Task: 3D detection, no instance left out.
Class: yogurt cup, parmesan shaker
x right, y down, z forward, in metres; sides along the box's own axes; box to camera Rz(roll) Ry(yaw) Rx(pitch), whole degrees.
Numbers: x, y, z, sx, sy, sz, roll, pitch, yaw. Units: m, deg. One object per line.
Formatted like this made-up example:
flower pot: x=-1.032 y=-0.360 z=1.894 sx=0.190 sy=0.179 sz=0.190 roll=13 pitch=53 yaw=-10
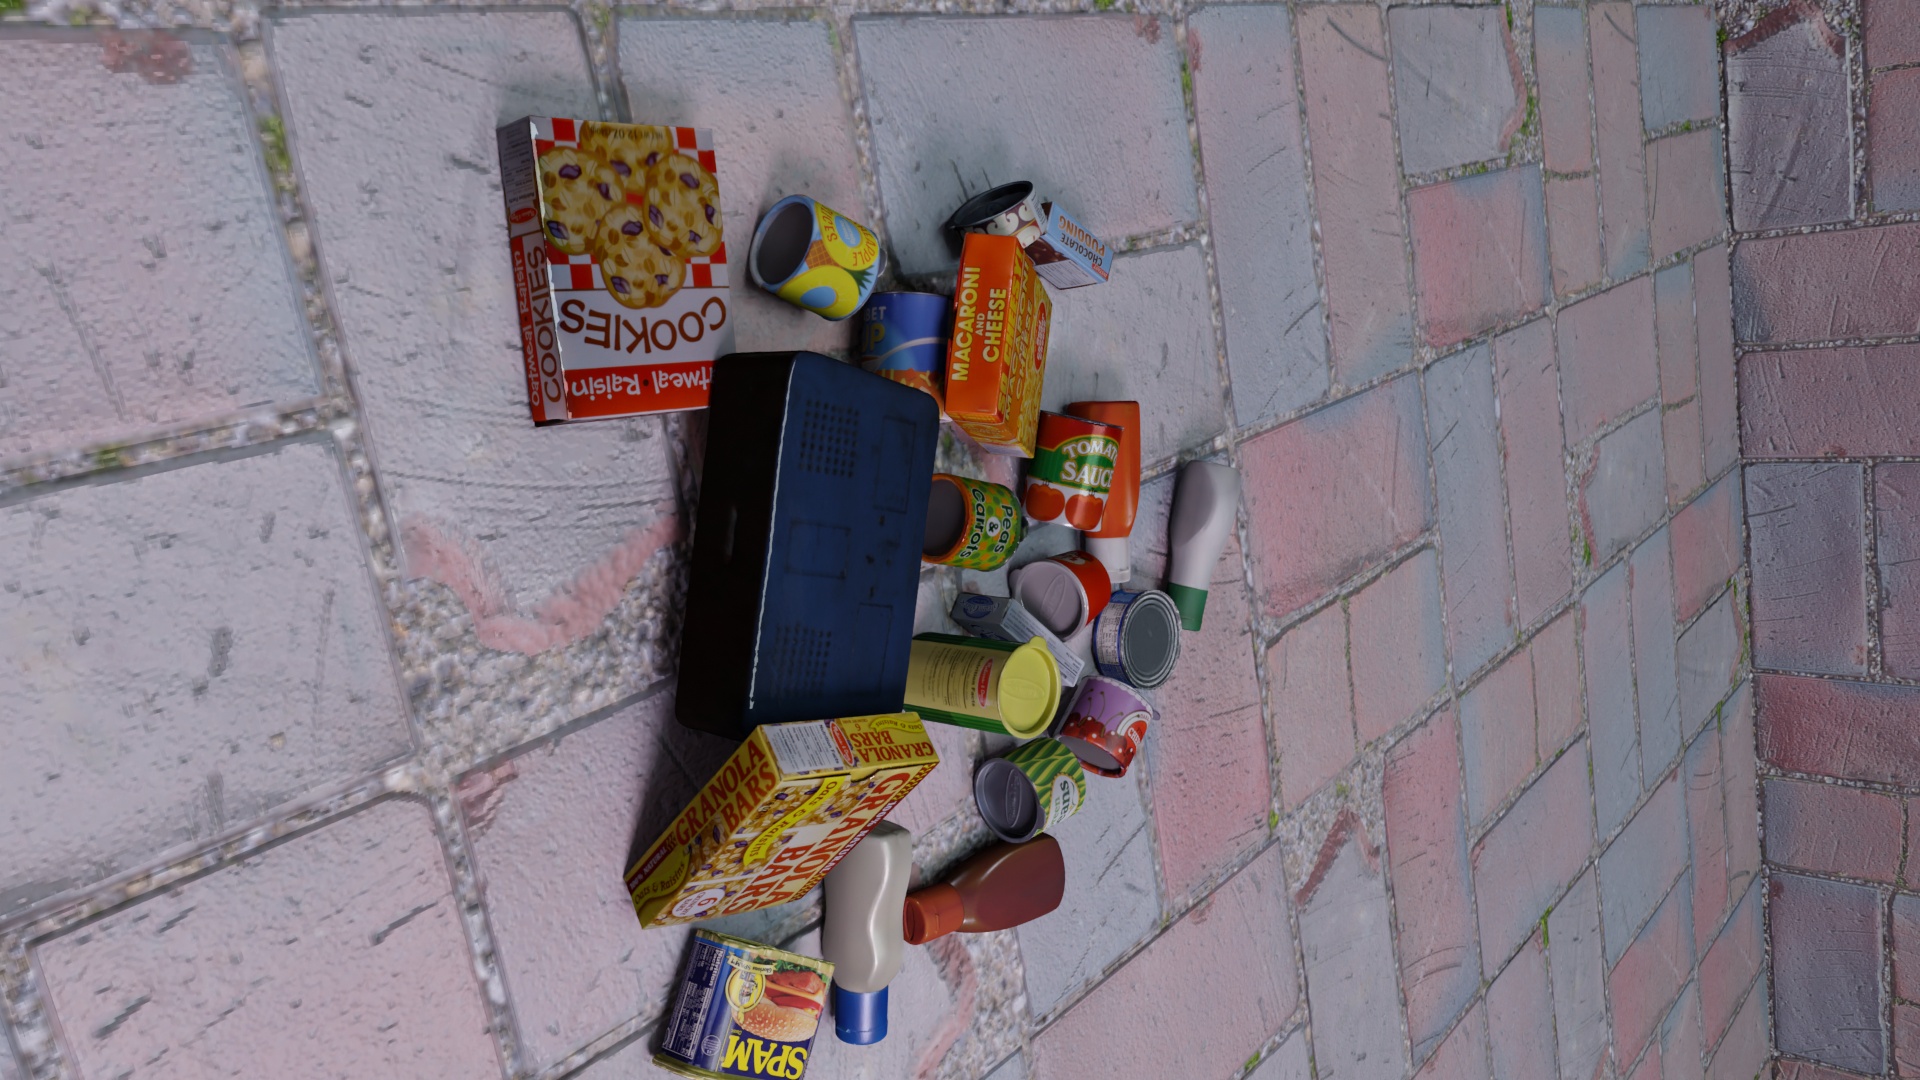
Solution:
yogurt cup: x=0.082 y=0.041 z=1.088 sx=0.054 sy=0.072 sz=0.072 roll=-25 pitch=109 yaw=-51
parmesan shaker: x=0.012 y=0.098 z=0.987 sx=0.071 sy=0.103 sz=0.071 roll=-3 pitch=94 yaw=-46

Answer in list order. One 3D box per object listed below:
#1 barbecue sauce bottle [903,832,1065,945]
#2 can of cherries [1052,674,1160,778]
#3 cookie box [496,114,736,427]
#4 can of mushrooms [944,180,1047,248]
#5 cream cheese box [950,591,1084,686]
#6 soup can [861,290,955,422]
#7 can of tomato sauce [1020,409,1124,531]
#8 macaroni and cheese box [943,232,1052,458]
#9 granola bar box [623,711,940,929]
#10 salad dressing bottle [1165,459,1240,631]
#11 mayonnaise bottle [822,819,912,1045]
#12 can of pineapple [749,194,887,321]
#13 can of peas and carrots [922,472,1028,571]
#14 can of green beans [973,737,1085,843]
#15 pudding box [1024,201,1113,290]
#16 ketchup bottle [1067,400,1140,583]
barbecue sauce bottle: x=0.016 y=0.264 z=1.040 sx=0.149 sy=0.043 sz=0.064 roll=-7 pitch=96 yaw=-45
can of cherries: x=0.117 y=0.151 z=1.121 sx=0.071 sy=0.071 sz=0.058 roll=51 pitch=57 yaw=-34
cookie box: x=-0.196 y=-0.155 z=0.809 sx=0.123 sy=0.040 sz=0.167 roll=-12 pitch=99 yaw=-46
can of mushrooms: x=0.027 y=-0.233 z=1.020 sx=0.071 sy=0.071 sz=0.033 roll=-49 pitch=125 yaw=-33
cream cheese box: x=0.044 y=0.075 z=1.056 sx=0.103 sy=0.053 sz=0.024 roll=42 pitch=65 yaw=-39
soup can: x=-0.038 y=-0.125 z=0.957 sx=0.071 sy=0.071 sz=0.083 roll=3 pitch=90 yaw=-46
can of tomato sauce: x=0.086 y=-0.054 z=1.073 sx=0.071 sy=0.071 sz=0.083 roll=5 pitch=99 yaw=-46
macaroni and cheese box: x=0.028 y=-0.133 z=0.986 sx=0.166 sy=0.040 sz=0.124 roll=29 pitch=68 yaw=-76
granola bar box: x=-0.107 y=0.169 z=0.833 sx=0.124 sy=0.164 sz=0.039 roll=3 pitch=48 yaw=-47
salad dressing bottle: x=0.208 y=0.005 z=1.222 sx=0.044 sy=0.064 sz=0.147 roll=12 pitch=91 yaw=-27
mayonnaise bottle: x=-0.065 y=0.265 z=0.945 sx=0.041 sy=0.065 sz=0.148 roll=-5 pitch=99 yaw=-50
can of pineapple: x=-0.092 y=-0.183 z=0.894 sx=0.058 sy=0.071 sz=0.071 roll=19 pitch=78 yaw=-45
can of peas and carrots: x=0.004 y=-0.013 z=0.998 sx=0.059 sy=0.071 sz=0.071 roll=10 pitch=84 yaw=-45
can of green beans: x=0.053 y=0.189 z=1.060 sx=0.058 sy=0.071 sz=0.071 roll=-16 pitch=103 yaw=-45
pudding box: x=0.075 y=-0.228 z=1.080 sx=0.083 sy=0.049 sz=0.030 roll=27 pitch=71 yaw=-43
ketchup bottle: x=0.120 y=-0.040 z=1.137 sx=0.065 sy=0.043 sz=0.148 roll=-6 pitch=96 yaw=-40
